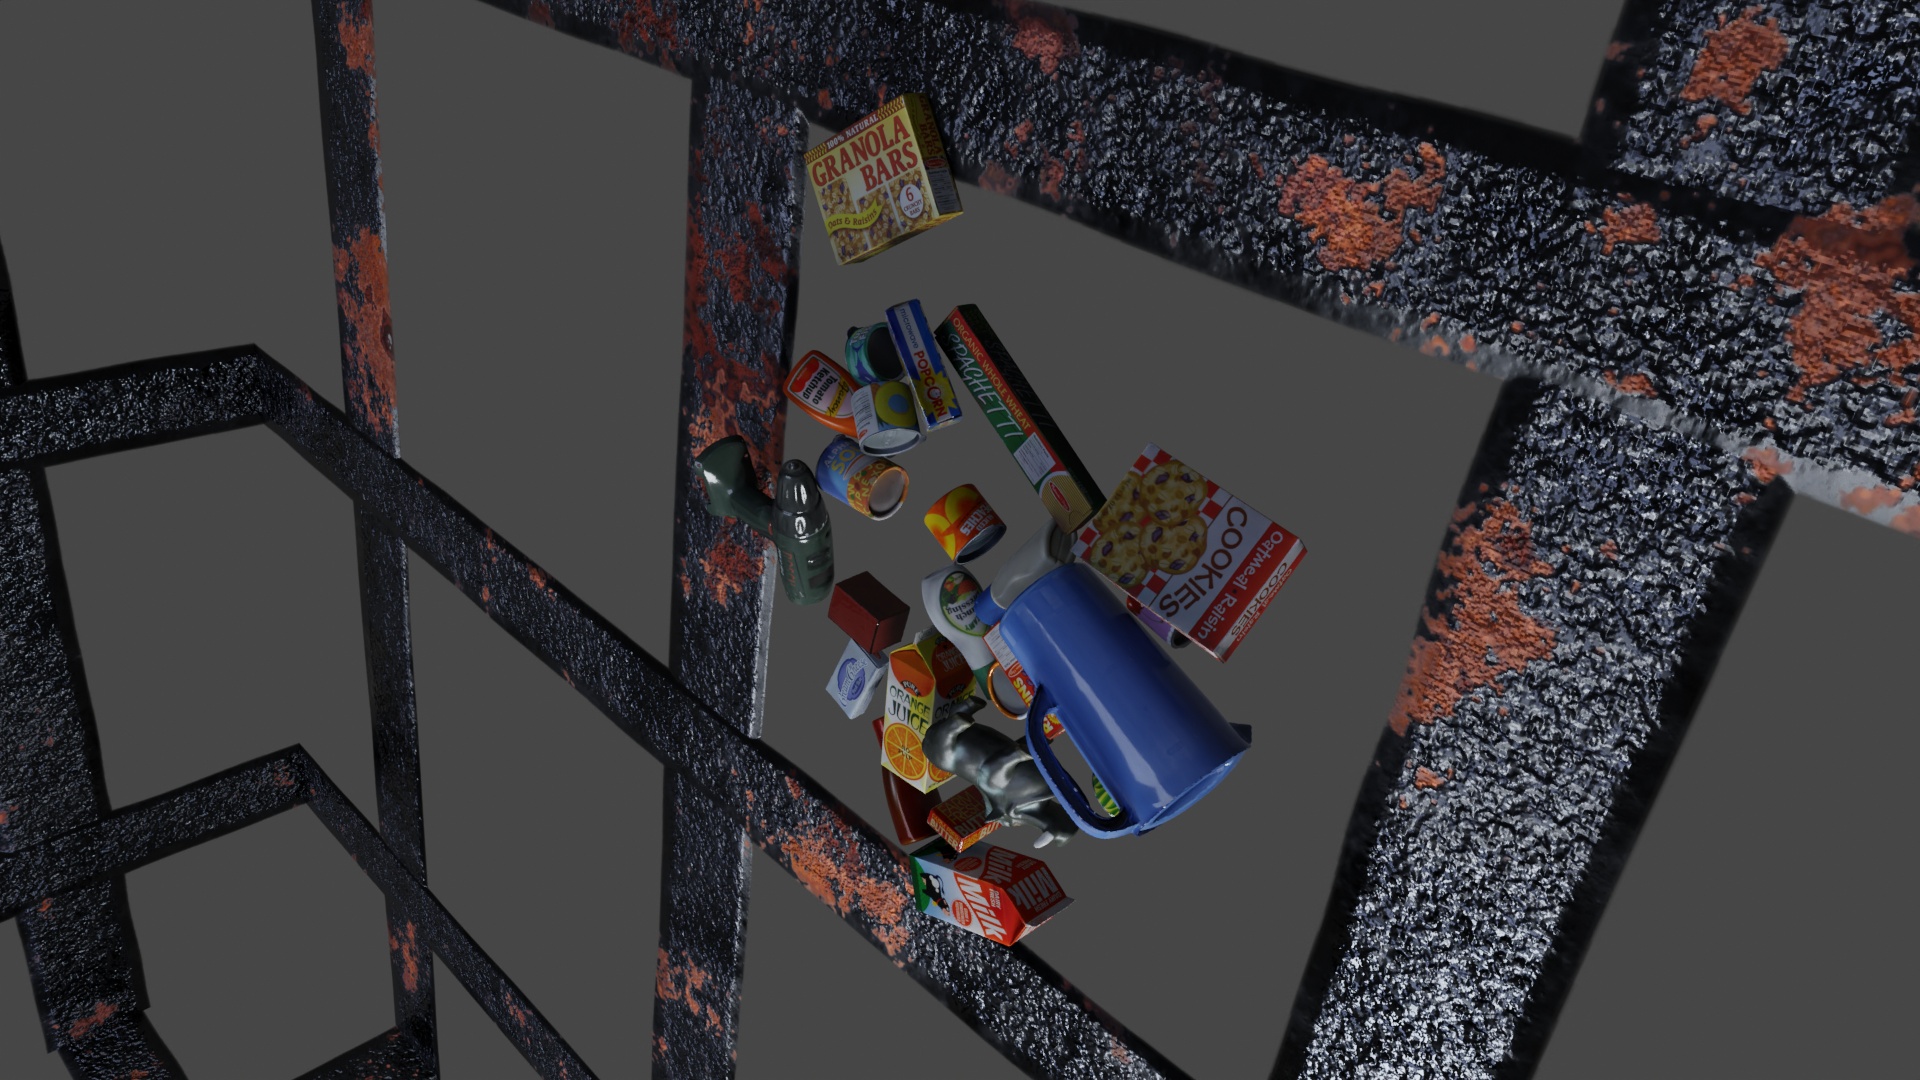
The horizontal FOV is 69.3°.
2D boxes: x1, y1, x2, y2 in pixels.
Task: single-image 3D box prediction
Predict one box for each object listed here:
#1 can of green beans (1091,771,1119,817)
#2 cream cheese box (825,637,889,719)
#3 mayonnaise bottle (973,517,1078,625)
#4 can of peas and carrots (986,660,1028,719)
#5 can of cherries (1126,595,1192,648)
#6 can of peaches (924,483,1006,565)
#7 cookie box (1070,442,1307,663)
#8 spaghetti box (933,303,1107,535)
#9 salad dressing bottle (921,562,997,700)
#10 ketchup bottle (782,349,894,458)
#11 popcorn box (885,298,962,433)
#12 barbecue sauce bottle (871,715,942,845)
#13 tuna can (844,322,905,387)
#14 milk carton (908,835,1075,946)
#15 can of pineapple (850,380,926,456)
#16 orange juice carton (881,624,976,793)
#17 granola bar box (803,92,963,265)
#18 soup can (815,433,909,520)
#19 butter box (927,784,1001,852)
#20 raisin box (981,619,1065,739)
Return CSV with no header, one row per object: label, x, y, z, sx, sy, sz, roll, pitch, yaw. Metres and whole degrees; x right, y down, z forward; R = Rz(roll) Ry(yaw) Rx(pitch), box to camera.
can of green beans,0.172,0.234,1.358,0.057,0.071,0.071,-40,76,45
cream cheese box,-0.123,0.162,1.661,0.053,0.024,0.103,48,133,22
mayonnaise bottle,0.064,0.038,1.400,0.041,0.065,0.147,28,140,-14
can of peas and carrots,0.068,0.144,1.435,0.071,0.059,0.070,18,117,40
can of cherries,0.193,0.057,1.269,0.058,0.072,0.071,41,130,27
can of peaches,0.005,-0.018,1.431,0.058,0.071,0.071,53,135,18
cookie box,0.199,0.009,1.219,0.168,0.040,0.123,37,90,30
spaghetti box,0.057,-0.122,1.366,0.250,0.029,0.050,58,136,13
salad dressing bottle,0.011,0.097,1.477,0.044,0.064,0.147,-19,100,61
ketchup bottle,-0.123,-0.145,1.524,0.149,0.043,0.064,38,91,20
popcorn box,-0.038,-0.175,1.404,0.085,0.038,0.126,167,82,-87
barbecue sauce bottle,-0.063,0.276,1.619,0.043,0.065,0.149,-31,73,45
tuna can,-0.087,-0.196,1.456,0.033,0.071,0.071,-8,100,45
milk carton,0.035,0.392,1.552,0.190,0.072,0.073,7,109,44
can of pineapple,-0.076,-0.127,1.452,0.070,0.071,0.058,-34,62,47
orange juice carton,-0.033,0.174,1.539,0.073,0.072,0.191,26,123,36
granola bar box,-0.080,-0.363,1.407,0.165,0.039,0.124,-13,96,47
soup can,-0.108,-0.070,1.526,0.084,0.071,0.071,29,124,34
butter box,0.017,0.295,1.511,0.053,0.104,0.024,38,130,28
raisin box,0.091,0.126,1.384,0.123,0.086,0.040,57,133,14
